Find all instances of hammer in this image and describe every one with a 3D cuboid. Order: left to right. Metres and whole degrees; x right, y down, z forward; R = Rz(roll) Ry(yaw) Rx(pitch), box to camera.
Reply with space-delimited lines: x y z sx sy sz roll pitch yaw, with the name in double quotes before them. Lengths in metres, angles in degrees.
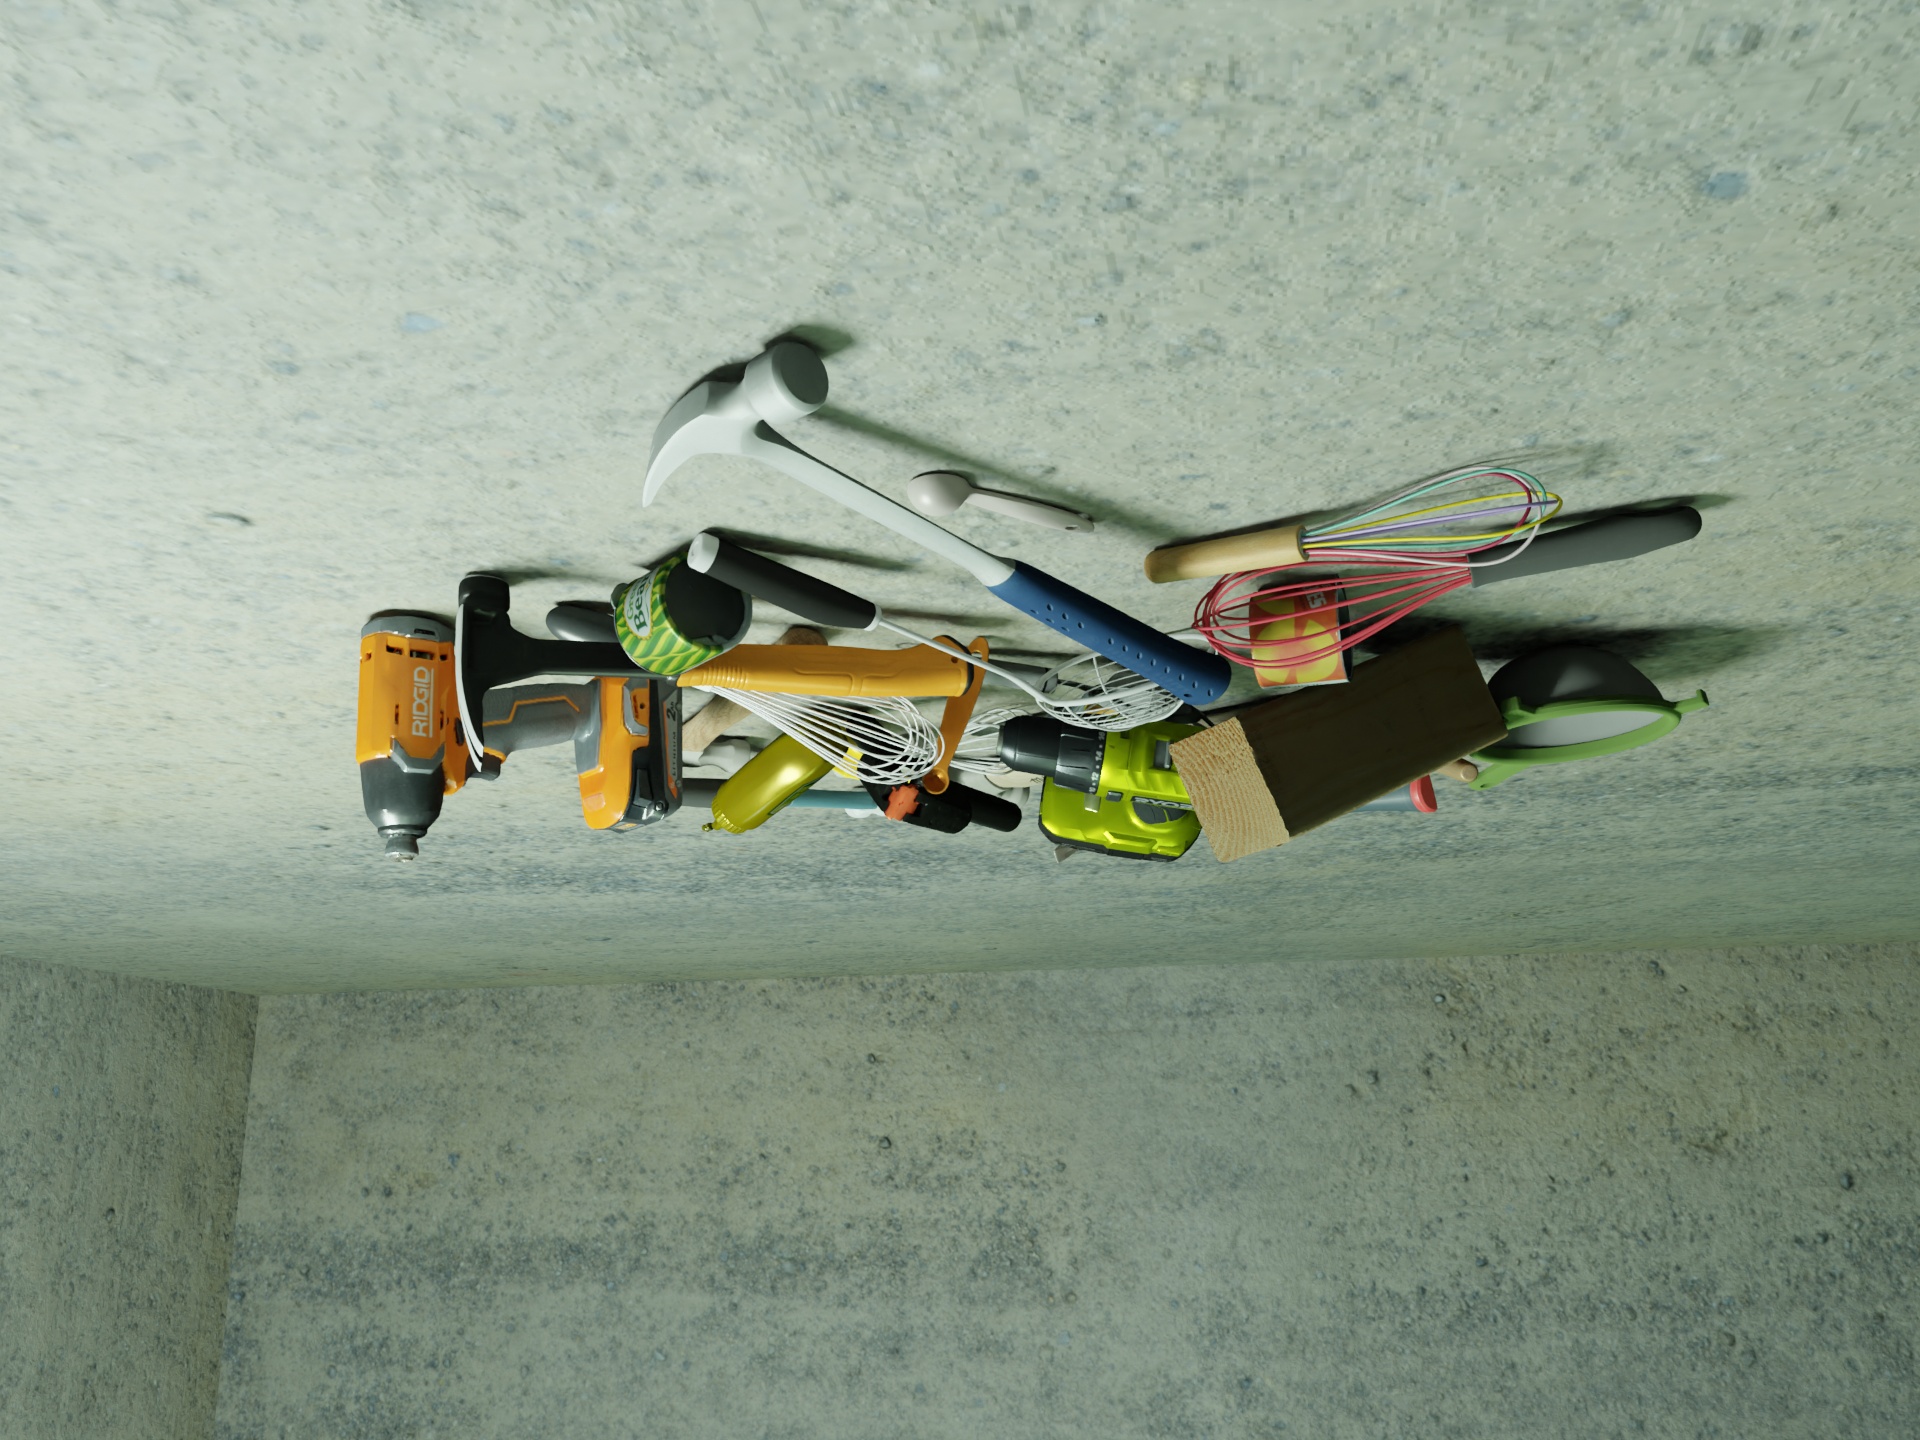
"hammer" -0.182 -0.011 1.242 0.130 0.031 0.331 6 163 -25
"hammer" -0.151 -0.029 1.032 0.336 0.127 0.034 1 150 -19
"hammer" -0.172 0.069 1.438 0.330 0.033 0.128 6 173 -43
"hammer" 0.009 -0.086 0.883 0.144 0.035 0.405 -15 152 43
"hammer" 0.151 0.019 1.360 0.411 0.038 0.146 -14 159 38
"hammer" 0.249 0.083 1.421 0.143 0.038 0.386 -19 -175 -38

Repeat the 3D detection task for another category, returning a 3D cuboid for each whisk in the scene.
"whisk" -0.145 -0.020 1.085 0.284 0.070 0.070 20 160 -12
"whisk" -0.027 0.028 1.365 0.246 0.059 0.057 -9 151 44
"whisk" 0.215 -0.104 0.905 0.245 0.047 0.051 -6 147 33
"whisk" 0.283 -0.085 0.947 0.296 0.073 0.073 -12 162 15

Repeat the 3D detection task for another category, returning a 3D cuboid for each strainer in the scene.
"strainer" 0.073 -0.030 1.171 0.258 0.050 0.087 8 169 -11
"strainer" 0.442 -0.004 1.224 0.151 0.069 0.256 -2 165 -4

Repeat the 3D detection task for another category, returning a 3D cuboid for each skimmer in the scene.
"skimmer" 0.003 -0.073 1.022 0.363 0.090 0.127 20 177 -28

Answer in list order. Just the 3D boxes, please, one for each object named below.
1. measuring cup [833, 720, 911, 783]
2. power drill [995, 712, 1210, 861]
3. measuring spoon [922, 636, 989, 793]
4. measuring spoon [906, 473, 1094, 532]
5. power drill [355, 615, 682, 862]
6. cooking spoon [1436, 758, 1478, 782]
"measuring cup" -0.046 0.040 1.344 0.156 0.029 0.062 19 151 5
"power drill" 0.120 0.047 1.231 0.190 0.080 0.228 8 166 2
"measuring spoon" -0.002 -0.004 1.133 0.021 0.117 0.011 18 179 9
"measuring spoon" 0.025 -0.115 0.896 0.124 0.018 0.034 10 161 -31
"power drill" -0.312 0.024 1.122 0.226 0.164 0.084 10 161 -39
"cooking spoon" 0.375 0.028 1.276 0.069 0.017 0.319 -3 -177 6
